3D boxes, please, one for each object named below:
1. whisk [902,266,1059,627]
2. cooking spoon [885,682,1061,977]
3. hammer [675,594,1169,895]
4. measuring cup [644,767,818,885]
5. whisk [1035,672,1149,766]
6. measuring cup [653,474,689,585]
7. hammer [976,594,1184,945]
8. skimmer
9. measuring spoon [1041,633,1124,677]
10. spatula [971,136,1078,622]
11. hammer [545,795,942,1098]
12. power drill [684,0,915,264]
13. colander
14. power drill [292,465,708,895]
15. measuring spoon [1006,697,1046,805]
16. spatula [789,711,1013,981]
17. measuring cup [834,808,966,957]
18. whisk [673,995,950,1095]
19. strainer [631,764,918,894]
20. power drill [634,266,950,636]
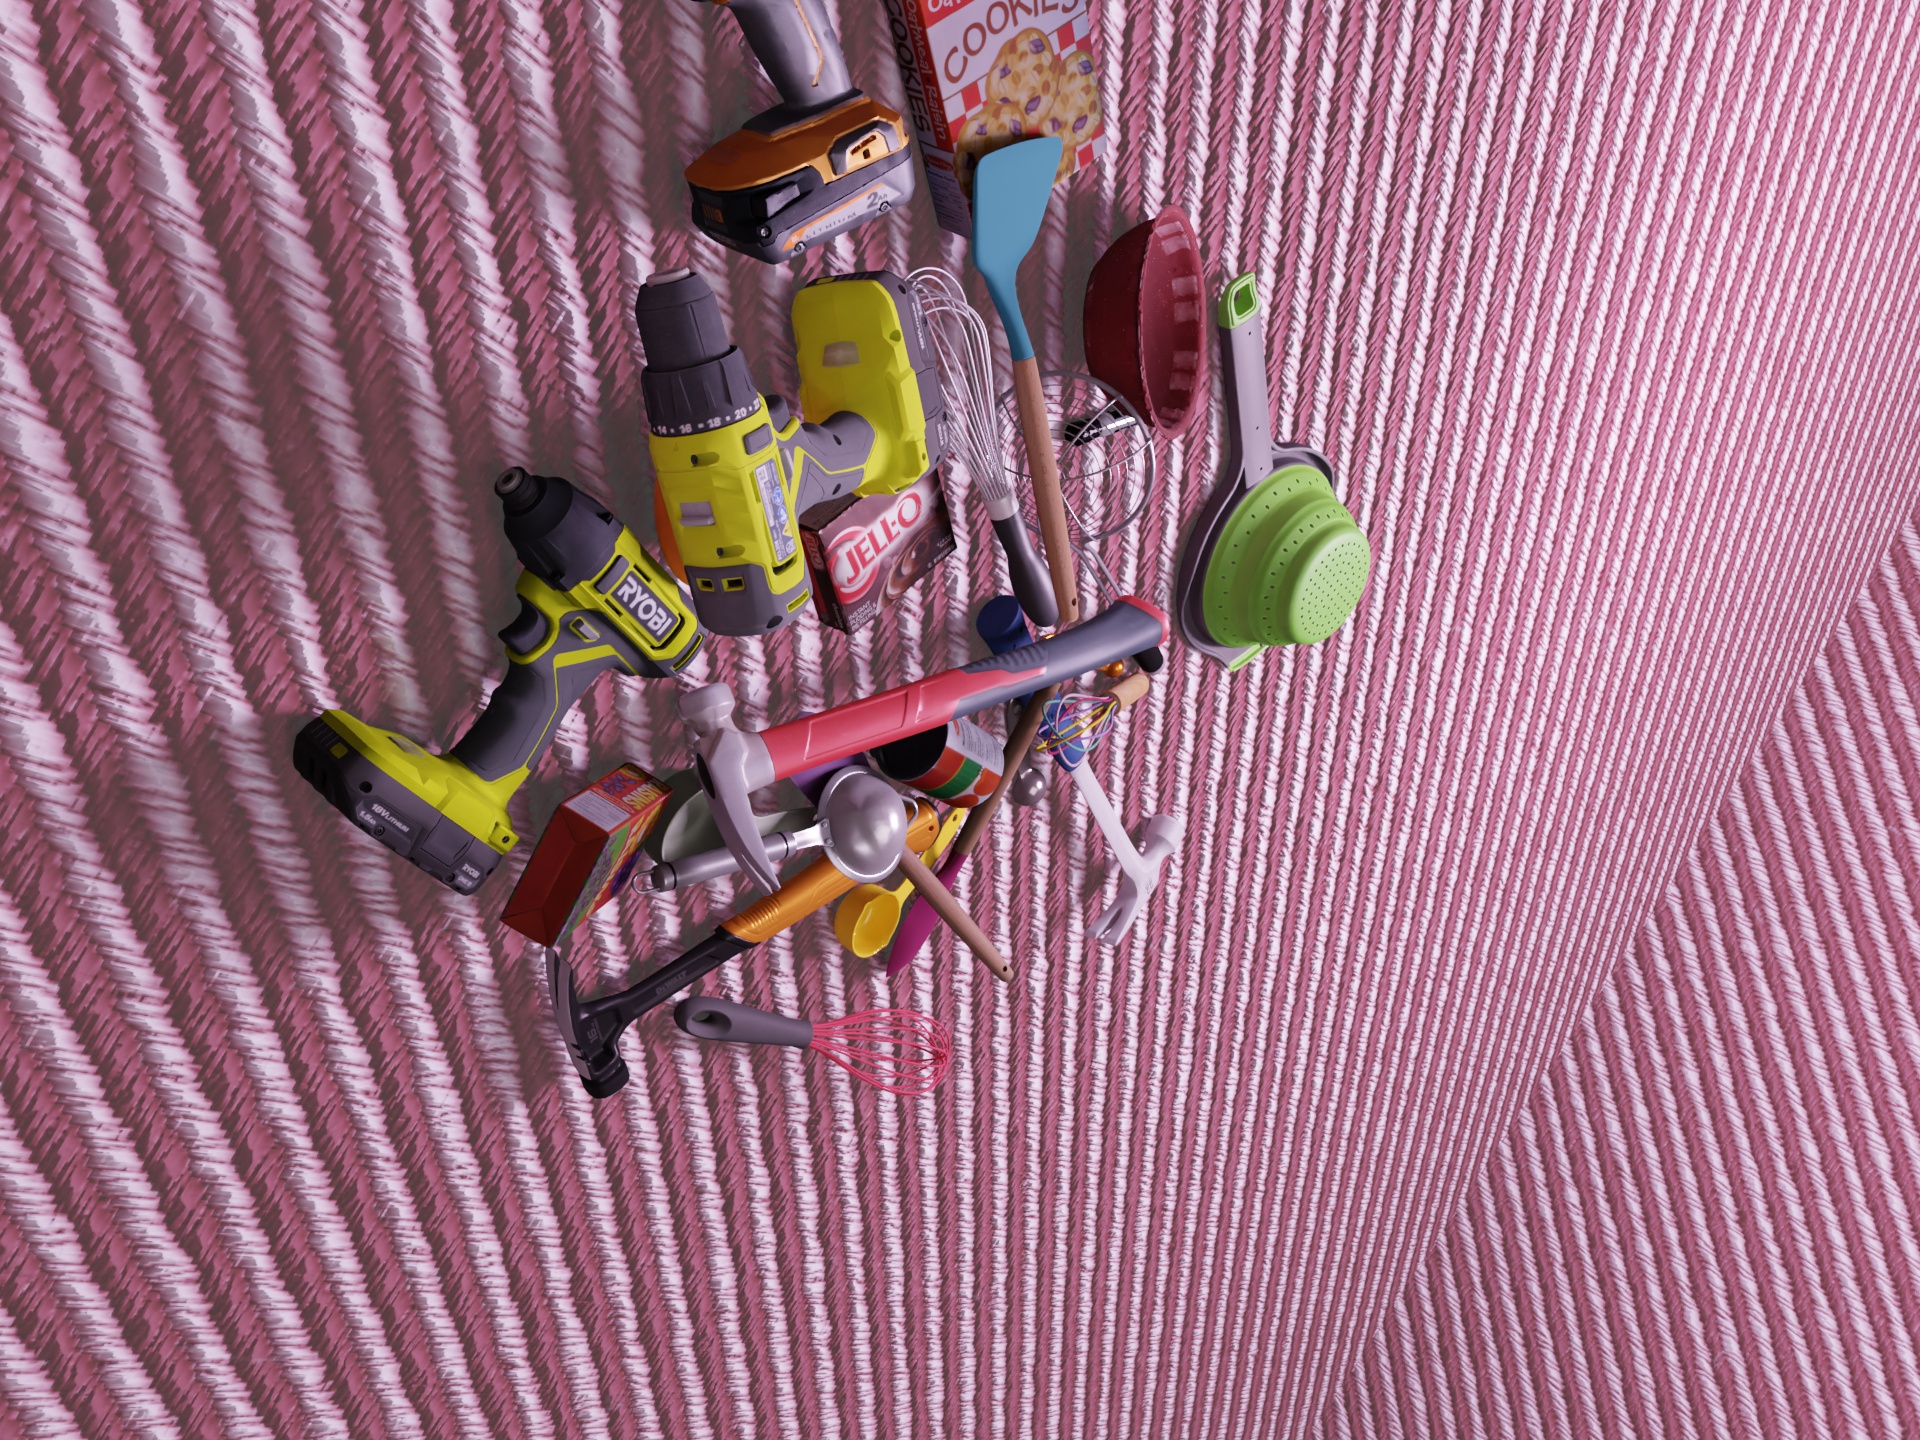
[{"bbox_3d":[0.017,-0.175,1.074,0.070,0.070,0.284,-40,129,-19],"label":"whisk"},{"bbox_3d":[0.012,0.084,1.278,0.069,0.017,0.318,-26,146,-61],"label":"cooking spoon"},{"bbox_3d":[-0.002,-0.004,1.132,0.386,0.038,0.143,-19,84,-29],"label":"hammer"},{"bbox_3d":[-0.158,0.067,1.125,0.167,0.038,0.083,-3,117,-54],"label":"measuring cup"},{"bbox_3d":[0.110,-0.009,1.280,0.047,0.051,0.245,-56,170,21],"label":"whisk"},{"bbox_3d":[-0.143,-0.114,0.997,0.173,0.052,0.095,53,33,-75],"label":"measuring cup"},{"bbox_3d":[0.098,0.044,1.352,0.144,0.035,0.405,-59,142,-23],"label":"hammer"},{"bbox_3d":[0.116,-0.138,1.236,0.363,0.127,0.090,47,51,-62],"label":"skimmer"},{"bbox_3d":[0.104,-0.053,1.325,0.116,0.011,0.021,16,104,-50],"label":"measuring spoon"},{"bbox_3d":[0.053,-0.213,1.046,0.082,0.044,0.317,-31,118,-39],"label":"spatula"},{"bbox_3d":[-0.148,0.141,1.179,0.337,0.034,0.127,-31,129,-30],"label":"hammer"},{"bbox_3d":[-0.123,-0.359,0.827,0.185,0.084,0.226,-33,132,-23],"label":"power drill"},{"bbox_3d":[0.276,-0.189,1.342,0.204,0.095,0.396,-38,138,-21],"label":"colander"},{"bbox_3d":[-0.265,-0.026,0.917,0.223,0.080,0.171,-52,142,-11],"label":"power drill"},{"bbox_3d":[0.055,0.027,1.326,0.034,0.018,0.124,-35,137,-24],"label":"measuring spoon"},{"bbox_3d":[-0.040,0.107,1.224,0.060,0.018,0.315,-55,128,-25],"label":"spatula"},{"bbox_3d":[-0.049,0.122,1.289,0.156,0.029,0.062,-52,146,-24],"label":"measuring cup"},{"bbox_3d":[-0.113,0.256,1.287,0.295,0.073,0.073,21,100,-44],"label":"whisk"},{"bbox_3d":[-0.115,0.086,1.111,0.258,0.050,0.087,-13,89,-40],"label":"strainer"},{"bbox_3d":[-0.096,-0.177,0.900,0.228,0.080,0.190,-48,133,-52],"label":"power drill"}]
